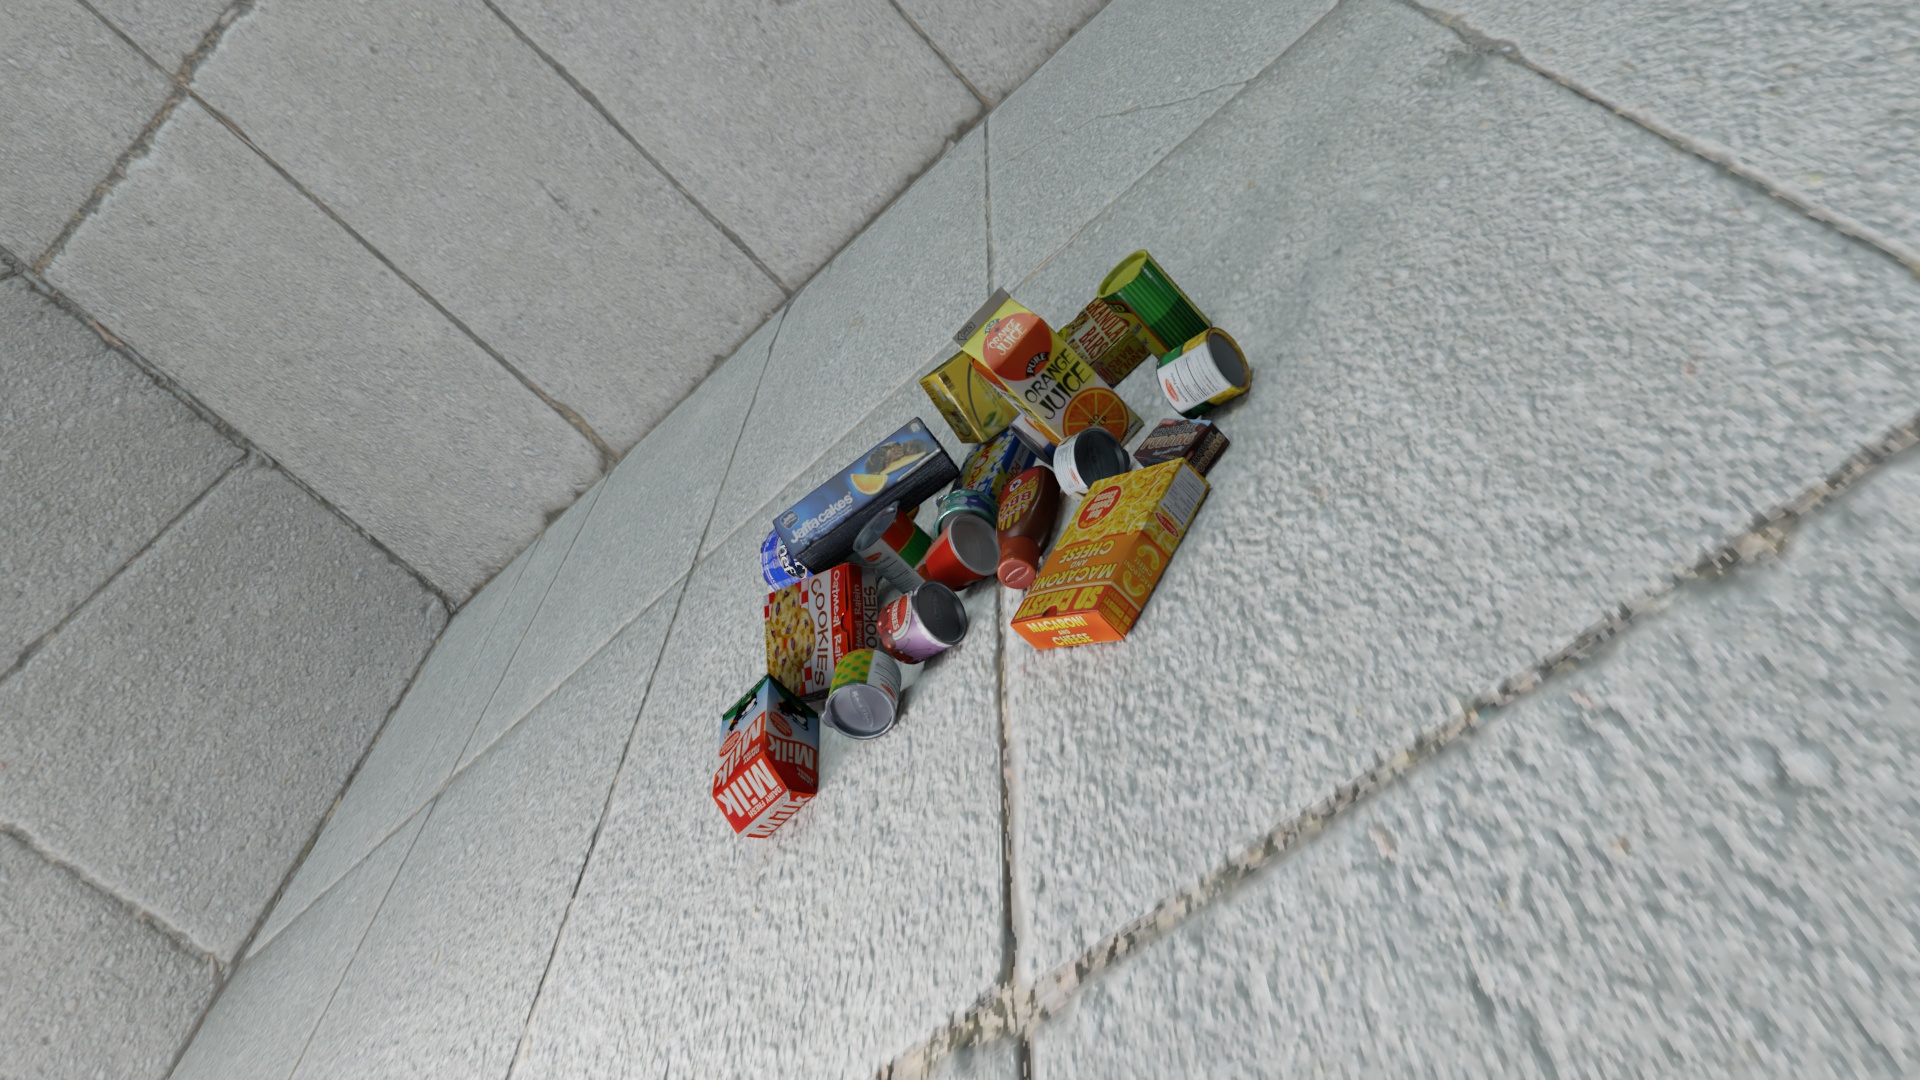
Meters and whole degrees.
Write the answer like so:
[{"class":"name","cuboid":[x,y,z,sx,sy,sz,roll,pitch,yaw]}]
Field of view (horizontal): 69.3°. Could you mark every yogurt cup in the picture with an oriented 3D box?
[{"class":"yogurt cup","cuboid":[0.002,0.015,1.378,0.053,0.072,0.073,-40,20,41]}]

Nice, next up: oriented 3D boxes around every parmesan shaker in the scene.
[{"class":"parmesan shaker","cuboid":[0.197,-0.233,1.401,0.071,0.103,0.071,-40,21,19]}]

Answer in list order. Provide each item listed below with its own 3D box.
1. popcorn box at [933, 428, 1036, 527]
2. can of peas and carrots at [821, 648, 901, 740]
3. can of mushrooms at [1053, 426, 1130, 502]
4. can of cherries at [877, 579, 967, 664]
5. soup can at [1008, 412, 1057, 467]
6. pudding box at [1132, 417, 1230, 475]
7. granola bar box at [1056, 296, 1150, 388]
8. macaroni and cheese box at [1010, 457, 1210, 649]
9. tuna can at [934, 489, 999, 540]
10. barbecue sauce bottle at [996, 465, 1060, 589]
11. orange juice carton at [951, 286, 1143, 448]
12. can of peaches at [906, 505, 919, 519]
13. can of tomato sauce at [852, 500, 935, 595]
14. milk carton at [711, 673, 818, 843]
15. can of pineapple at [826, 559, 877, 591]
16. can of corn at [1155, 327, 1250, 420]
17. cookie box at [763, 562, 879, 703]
[{"class":"popcorn box","cuboid":[0.029,-0.060,1.499,0.085,0.038,0.127,-27,28,40]},{"class":"can of peas and carrots","cuboid":[-0.093,0.145,1.311,0.070,0.071,0.059,-38,21,23]},{"class":"can of mushrooms","cuboid":[0.123,-0.070,1.299,0.033,0.071,0.071,-21,32,51]},{"class":"can of cherries","cuboid":[-0.039,0.078,1.327,0.058,0.071,0.072,-31,25,38]},{"class":"soup can","cuboid":[0.102,-0.127,1.447,0.084,0.071,0.071,-47,20,-3]},{"class":"pudding box","cuboid":[0.194,-0.081,1.225,0.050,0.030,0.084,-49,21,-9]},{"class":"granola bar box","cuboid":[0.151,-0.216,1.550,0.124,0.039,0.166,-42,21,11]},{"class":"macaroni and cheese box","cuboid":[0.125,0.012,1.174,0.123,0.040,0.167,-15,37,56]},{"class":"tuna can","cuboid":[0.005,-0.018,1.420,0.071,0.071,0.033,-35,24,29]},{"class":"barbecue sauce bottle","cuboid":[0.062,-0.011,1.336,0.064,0.043,0.149,-34,24,28]},{"class":"orange juice carton","cuboid":[0.081,-0.157,1.357,0.072,0.192,0.073,-48,19,-2]},{"class":"can of peaches","cuboid":[-0.093,-0.042,1.675,0.071,0.058,0.071,-40,22,19]},{"class":"can of tomato sauce","cuboid":[-0.061,0.011,1.477,0.071,0.083,0.071,-39,21,19]},{"class":"milk carton","cuboid":[-0.189,0.218,1.355,0.072,0.073,0.191,-42,21,13]},{"class":"can of pineapple","cuboid":[-0.129,0.064,1.538,0.070,0.071,0.058,-36,22,26]},{"class":"can of corn","cuboid":[0.221,-0.152,1.257,0.058,0.071,0.071,-29,26,38]},{"class":"cookie box","cuboid":[-0.147,0.101,1.451,0.167,0.040,0.123,-21,69,49]}]
